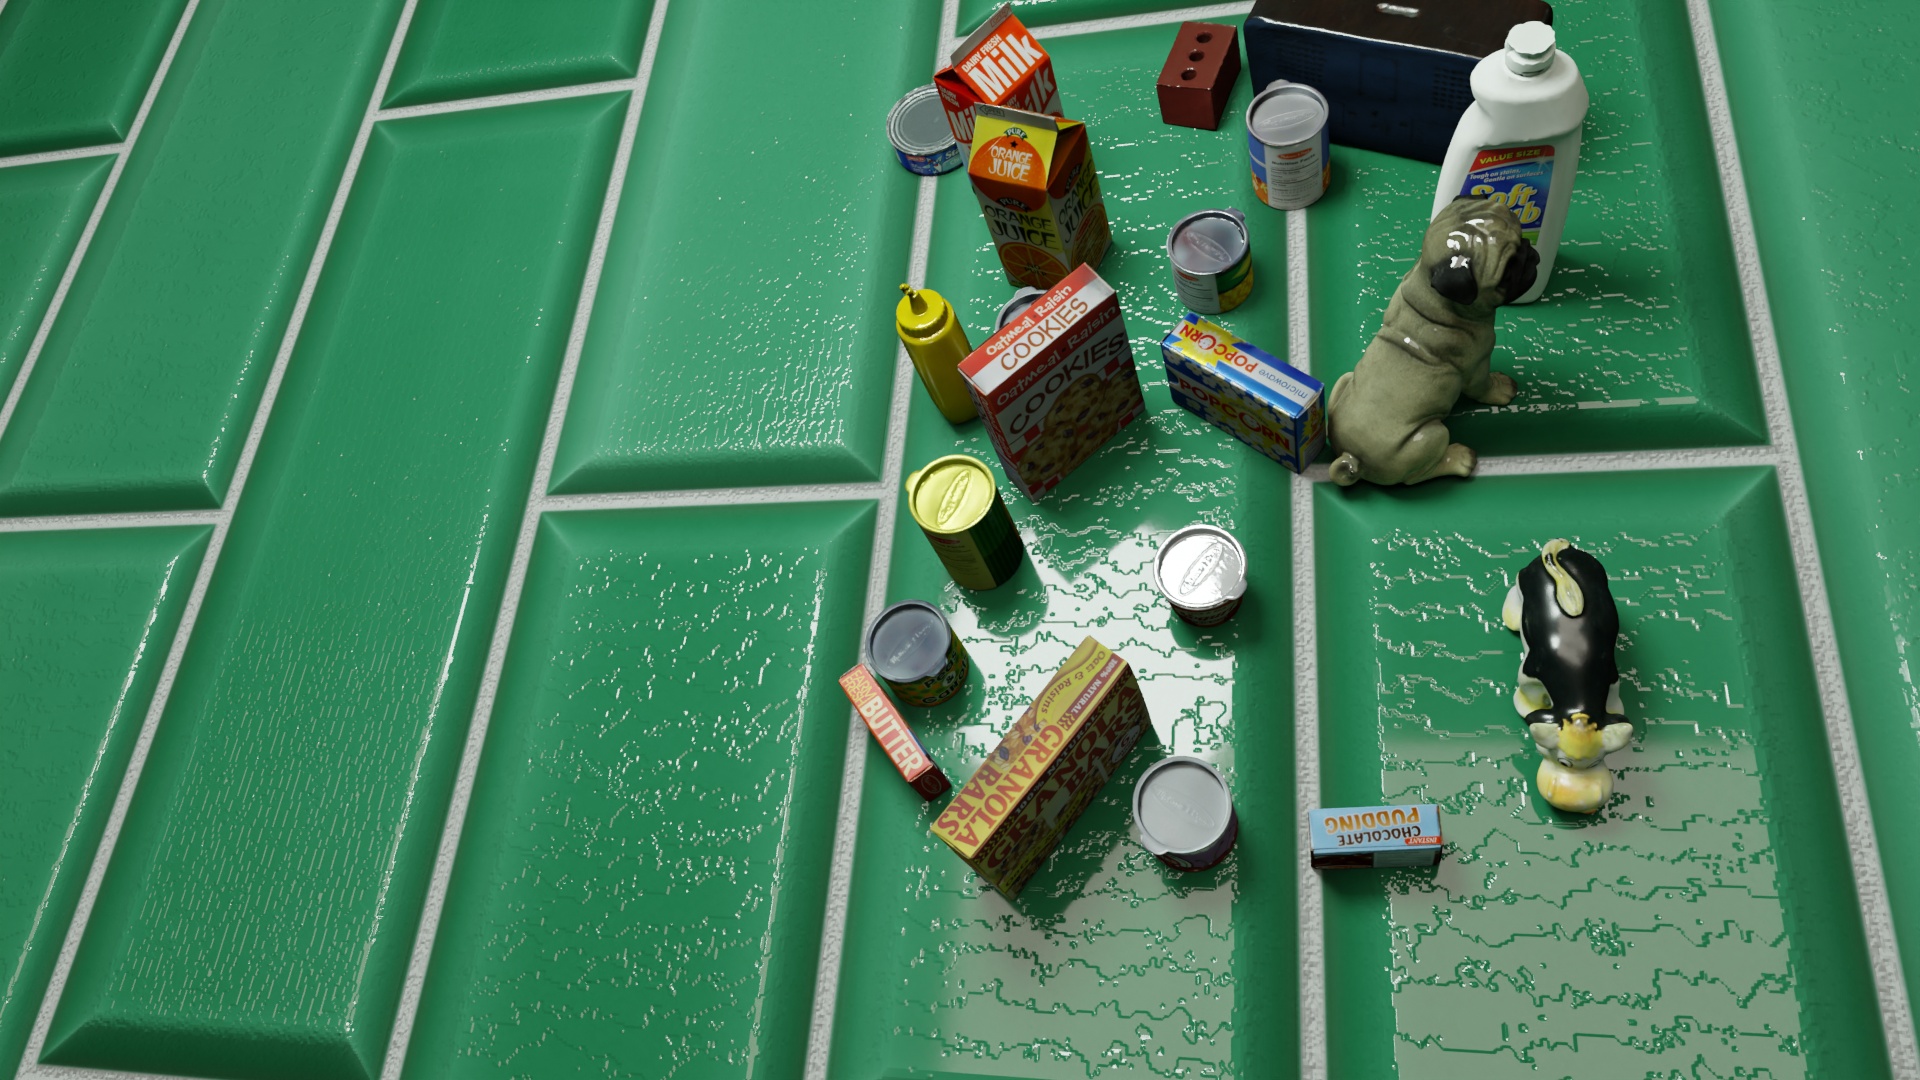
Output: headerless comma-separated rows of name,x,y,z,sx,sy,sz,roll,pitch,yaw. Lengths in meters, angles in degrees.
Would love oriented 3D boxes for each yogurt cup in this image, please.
yogurt cup,0.178,0.029,1.022,0.072,0.053,0.072,-7,62,13

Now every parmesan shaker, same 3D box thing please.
parmesan shaker,0.004,-0.013,1.065,0.071,0.102,0.071,-7,62,13

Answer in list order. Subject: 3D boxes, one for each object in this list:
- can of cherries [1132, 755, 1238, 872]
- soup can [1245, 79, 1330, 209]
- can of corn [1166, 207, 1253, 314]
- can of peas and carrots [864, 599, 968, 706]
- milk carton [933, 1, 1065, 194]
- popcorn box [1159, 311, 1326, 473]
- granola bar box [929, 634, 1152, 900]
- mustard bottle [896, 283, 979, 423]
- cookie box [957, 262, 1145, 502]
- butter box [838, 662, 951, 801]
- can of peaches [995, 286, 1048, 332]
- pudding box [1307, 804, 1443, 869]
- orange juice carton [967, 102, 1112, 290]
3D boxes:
can of cherries,0.152,0.189,0.945,0.071,0.058,0.072,-7,62,13
soup can,0.275,-0.331,1.163,0.071,0.083,0.071,-7,62,13
can of corn,0.208,-0.231,1.145,0.071,0.058,0.071,-7,62,13
can of peas and carrots,-0.030,0.087,1.048,0.071,0.058,0.071,-7,62,13
milk carton,0.038,-0.367,1.187,0.073,0.190,0.072,38,79,28
popcorn box,0.218,-0.113,1.066,0.127,0.085,0.038,35,78,28
granola bar box,0.061,0.158,0.948,0.039,0.123,0.166,34,77,28
mustard bottle,-0.018,-0.156,1.112,0.049,0.159,0.065,-28,60,1
cookie box,0.073,-0.117,1.062,0.123,0.167,0.040,-40,60,-6
butter box,-0.049,0.142,1.028,0.024,0.053,0.104,-36,60,-4
can of peaches,0.067,-0.166,1.152,0.071,0.058,0.071,-7,62,13
pudding box,0.271,0.195,0.912,0.084,0.049,0.030,-6,63,13
orange juice carton,0.064,-0.285,1.136,0.072,0.192,0.073,20,71,24
